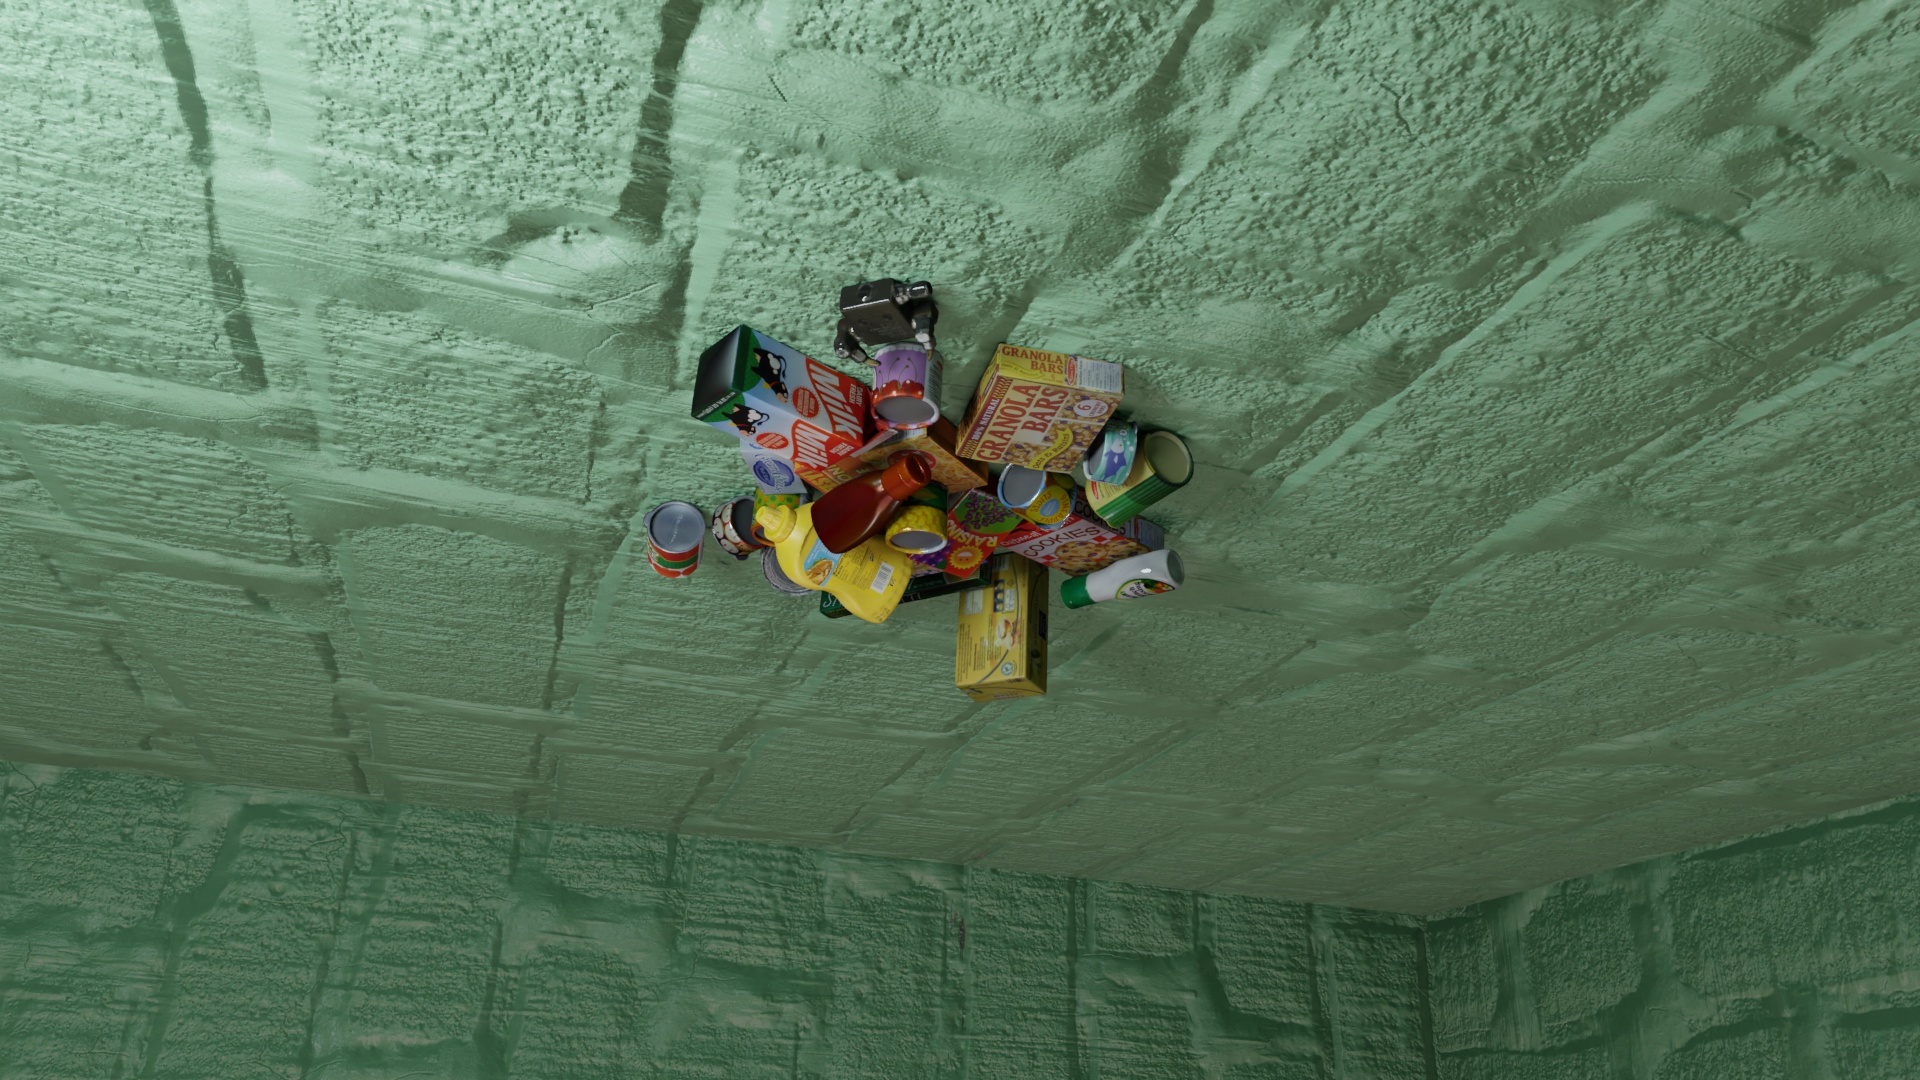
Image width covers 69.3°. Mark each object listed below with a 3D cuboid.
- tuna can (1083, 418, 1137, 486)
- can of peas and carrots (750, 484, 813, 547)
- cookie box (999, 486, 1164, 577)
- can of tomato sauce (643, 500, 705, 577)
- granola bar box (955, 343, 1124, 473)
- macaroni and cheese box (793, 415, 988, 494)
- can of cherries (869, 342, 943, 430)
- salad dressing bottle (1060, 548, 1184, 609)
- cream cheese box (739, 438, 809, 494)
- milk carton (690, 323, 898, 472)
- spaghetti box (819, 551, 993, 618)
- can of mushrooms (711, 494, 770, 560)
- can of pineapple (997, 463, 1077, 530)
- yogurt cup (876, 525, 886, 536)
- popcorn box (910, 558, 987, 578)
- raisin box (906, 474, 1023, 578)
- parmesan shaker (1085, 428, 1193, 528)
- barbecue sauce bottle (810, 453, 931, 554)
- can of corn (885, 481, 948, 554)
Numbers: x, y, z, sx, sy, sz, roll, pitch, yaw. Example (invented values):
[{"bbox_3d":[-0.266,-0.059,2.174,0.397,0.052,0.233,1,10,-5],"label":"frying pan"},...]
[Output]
[{"bbox_3d":[0.150,-0.092,1.393,0.033,0.071,0.070,10,154,-13],"label":"tuna can"},{"bbox_3d":[-0.203,-0.030,1.564,0.071,0.059,0.070,2,154,1],"label":"can of peas and carrots"},{"bbox_3d":[0.135,-0.006,1.606,0.167,0.040,0.122,23,148,-37],"label":"cookie box"},{"bbox_3d":[-0.337,0.000,1.632,0.071,0.071,0.082,7,155,-9],"label":"can of tomato sauce"},{"bbox_3d":[0.075,-0.125,1.357,0.124,0.039,0.164,8,154,-11],"label":"granola bar box"},{"bbox_3d":[-0.072,-0.082,1.464,0.166,0.040,0.123,-12,152,28],"label":"macaroni and cheese box"},{"bbox_3d":[-0.053,-0.144,1.305,0.071,0.058,0.071,2,155,1],"label":"can of cherries"},{"bbox_3d":[0.187,0.048,1.619,0.147,0.044,0.064,-17,152,35],"label":"salad dressing bottle"},{"bbox_3d":[-0.199,-0.083,1.492,0.053,0.024,0.103,-2,155,7],"label":"cream cheese box"},{"bbox_3d":[-0.155,-0.126,1.331,0.190,0.074,0.072,24,146,-36],"label":"milk carton"},{"bbox_3d":[-0.072,0.052,1.741,0.249,0.050,0.028,-13,149,31],"label":"spaghetti box"},{"bbox_3d":[-0.247,-0.015,1.587,0.033,0.071,0.071,-22,145,39],"label":"can of mushrooms"},{"bbox_3d":[0.083,-0.052,1.478,0.071,0.071,0.058,-17,148,36],"label":"can of pineapple"},{"bbox_3d":[-0.124,-0.009,1.599,0.072,0.073,0.054,-13,143,29],"label":"yogurt cup"},{"bbox_3d":[-0.042,0.006,1.653,0.126,0.038,0.085,-12,150,29],"label":"popcorn box"},{"bbox_3d":[0.006,-0.019,1.542,0.086,0.040,0.123,20,126,-34],"label":"raisin box"},{"bbox_3d":[0.186,-0.063,1.441,0.071,0.071,0.102,16,152,-26],"label":"parmesan shaker"},{"bbox_3d":[-0.091,-0.042,1.431,0.148,0.065,0.044,-31,171,39],"label":"barbecue sauce bottle"},{"bbox_3d":[-0.048,-0.025,1.465,0.071,0.058,0.071,0,156,0],"label":"can of corn"}]
